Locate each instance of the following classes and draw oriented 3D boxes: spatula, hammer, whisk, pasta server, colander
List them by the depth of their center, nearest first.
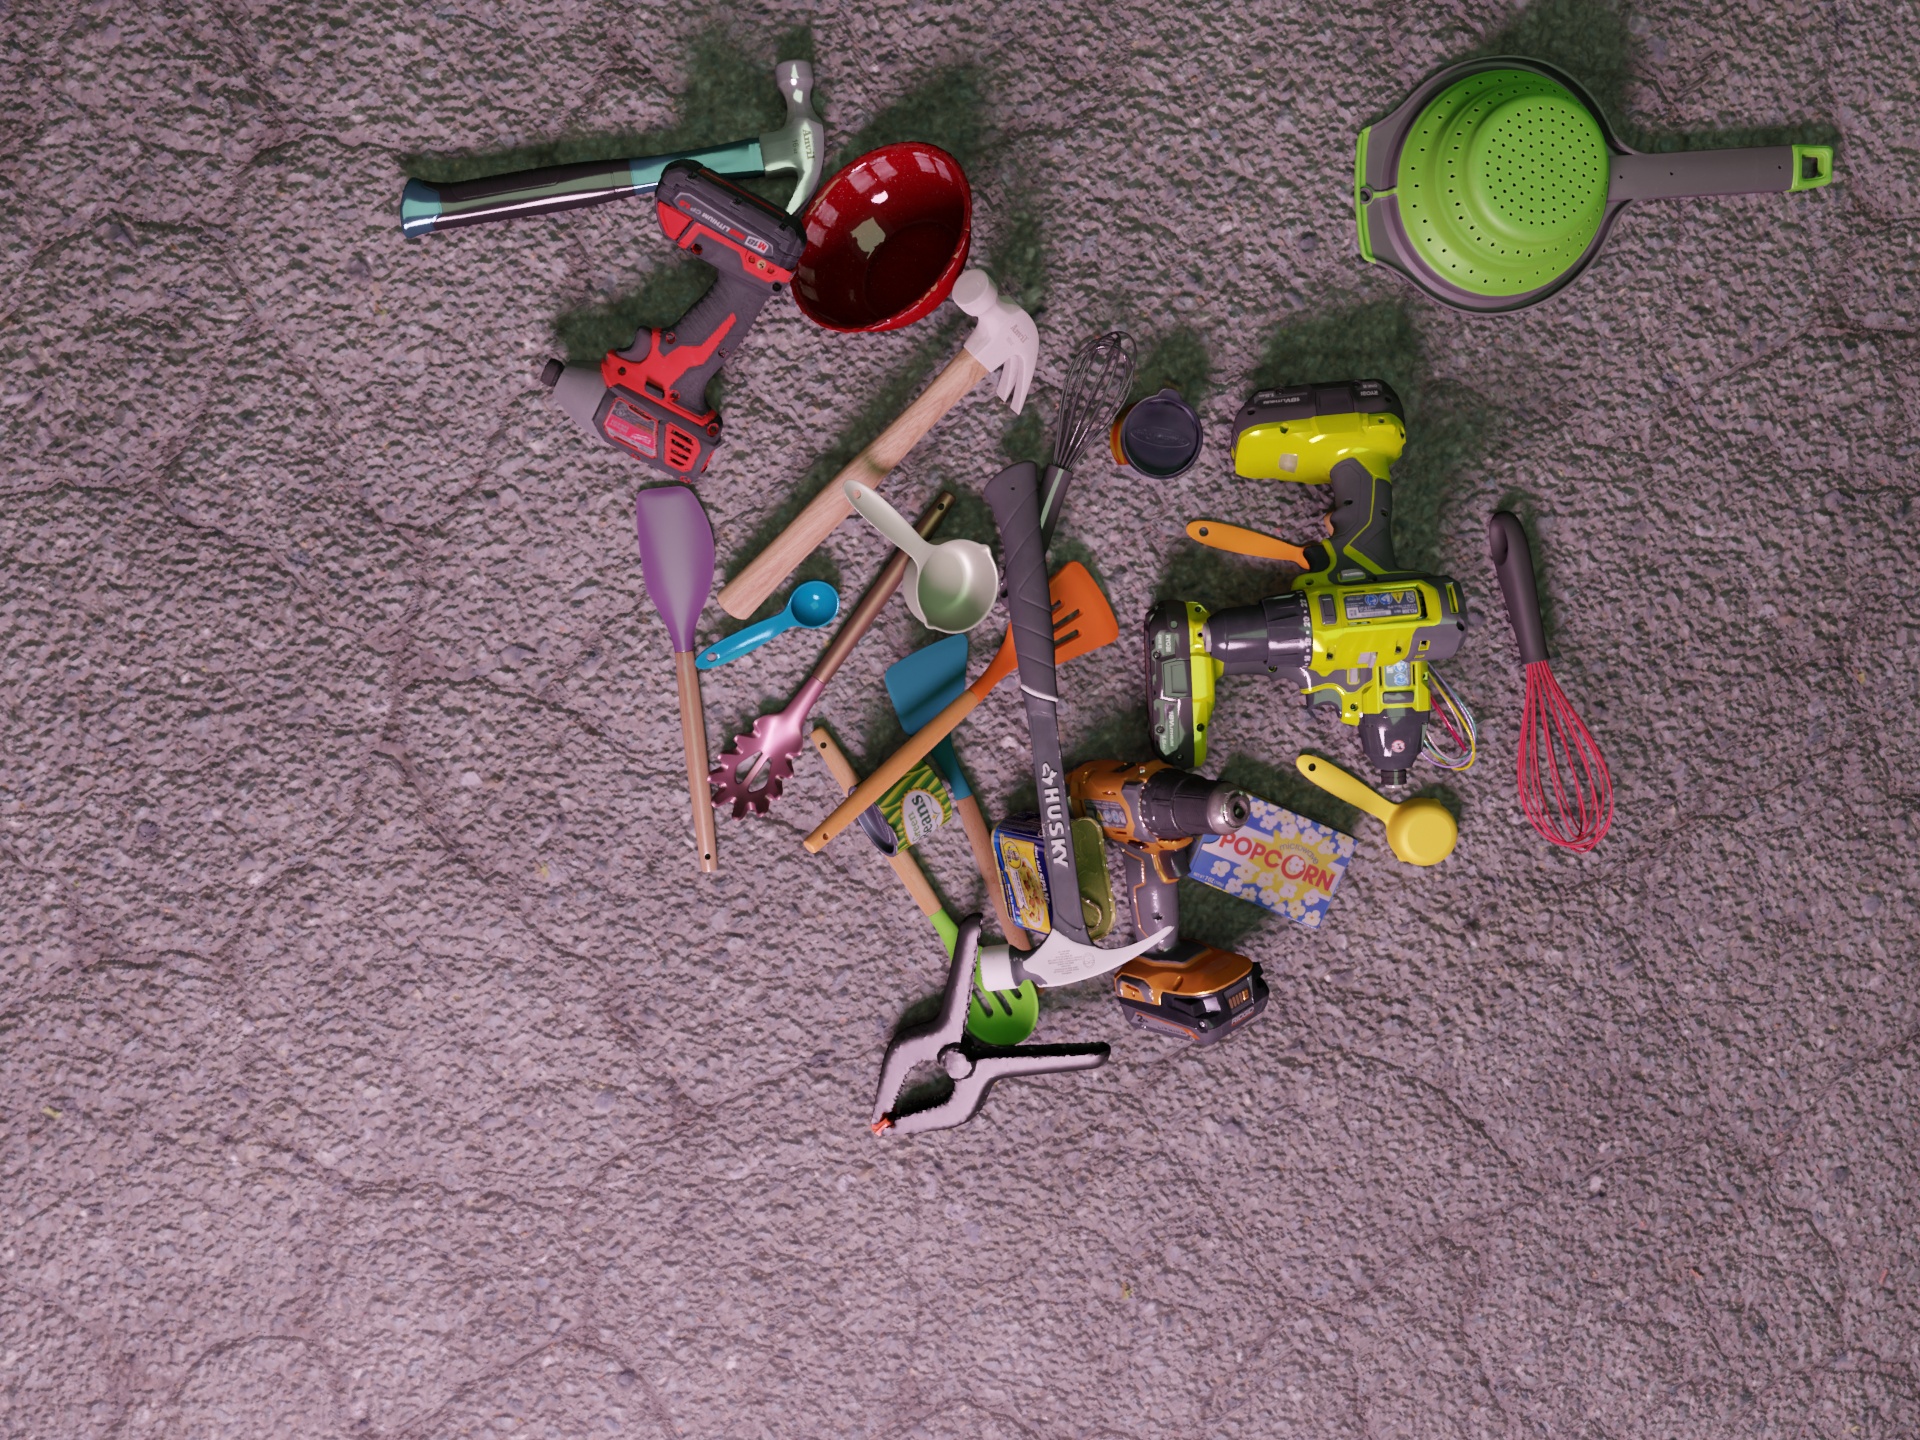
[{"bbox_3d":[-0.267,-0.419,1.229,0.331,0.033,0.128,-10,98,-3],"label":"hammer"},{"bbox_3d":[0.068,-0.003,1.231,0.149,0.036,0.409,-8,81,10],"label":"hammer"},{"bbox_3d":[-0.067,-0.201,1.250,0.331,0.130,0.031,-44,58,12],"label":"hammer"},{"bbox_3d":[0.519,-0.434,1.257,0.397,0.094,0.204,-5,98,-4],"label":"colander"},{"bbox_3d":[-0.002,-0.004,1.262,0.322,0.041,0.081,-43,115,-23],"label":"spatula"},{"bbox_3d":[0.083,-0.200,1.281,0.055,0.055,0.239,21,100,-7],"label":"whisk"},{"bbox_3d":[-0.099,-0.055,1.291,0.060,0.040,0.316,36,93,-4],"label":"pasta server"},{"bbox_3d":[-0.220,-0.031,1.294,0.059,0.018,0.316,-6,98,-7],"label":"spatula"},{"bbox_3d":[0.016,0.087,1.316,0.082,0.044,0.317,-27,102,-28],"label":"spatula"},{"bbox_3d":[0.368,-0.067,1.324,0.051,0.047,0.245,-28,96,1],"label":"whisk"},{"bbox_3d":[0.485,-0.031,1.331,0.073,0.073,0.296,-14,94,-2],"label":"whisk"}]

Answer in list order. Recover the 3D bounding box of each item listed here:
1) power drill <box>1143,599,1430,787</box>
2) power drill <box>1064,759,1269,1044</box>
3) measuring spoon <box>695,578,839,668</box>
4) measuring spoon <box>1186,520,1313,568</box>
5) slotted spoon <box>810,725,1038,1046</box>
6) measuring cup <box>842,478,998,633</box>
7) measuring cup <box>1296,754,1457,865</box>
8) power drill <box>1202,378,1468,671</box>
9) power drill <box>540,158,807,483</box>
[{"bbox_3d":[0.264,-0.026,1.286,0.223,0.080,0.171,-3,96,3],"label":"power drill"},{"bbox_3d":[0.177,0.139,1.270,0.084,0.185,0.226,-23,103,-32],"label":"power drill"},{"bbox_3d":[-0.159,-0.078,1.289,0.128,0.021,0.042,-27,122,0],"label":"measuring spoon"},{"bbox_3d":[0.243,-0.146,1.317,0.117,0.011,0.021,13,97,-6],"label":"measuring spoon"},{"bbox_3d":[-0.033,0.137,1.328,0.070,0.031,0.313,-32,97,11],"label":"slotted spoon"},{"bbox_3d":[-0.040,-0.136,1.257,0.167,0.038,0.083,41,81,-30],"label":"measuring cup"},{"bbox_3d":[0.353,0.072,1.347,0.156,0.029,0.062,29,95,-10],"label":"measuring cup"},{"bbox_3d":[0.275,-0.144,1.230,0.190,0.080,0.229,-5,66,3],"label":"power drill"},{"bbox_3d":[-0.219,-0.304,1.210,0.143,0.079,0.219,26,110,-12],"label":"power drill"}]
